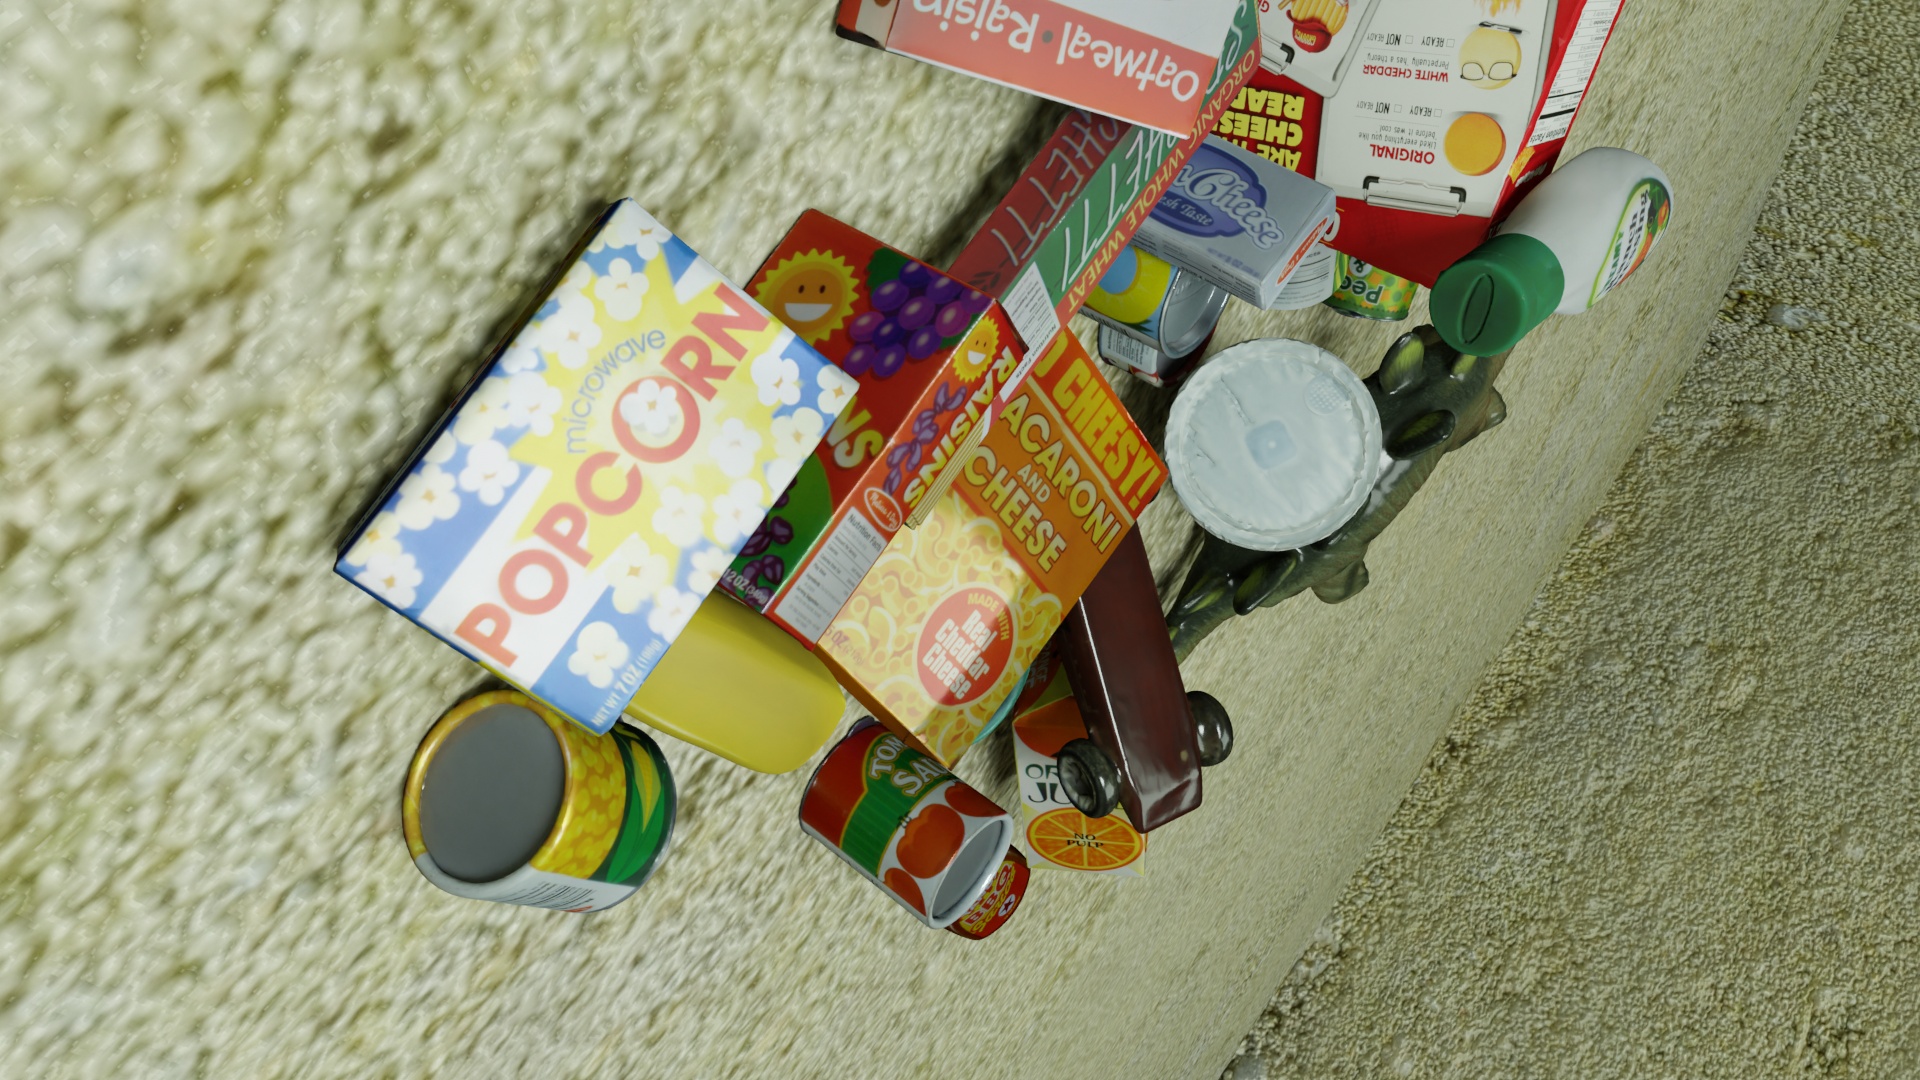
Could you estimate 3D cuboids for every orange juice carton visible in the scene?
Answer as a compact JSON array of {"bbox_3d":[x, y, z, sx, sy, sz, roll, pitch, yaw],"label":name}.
[{"bbox_3d":[0.072,0.110,0.792,0.191,0.073,0.072,82,14,-46],"label":"orange juice carton"}]

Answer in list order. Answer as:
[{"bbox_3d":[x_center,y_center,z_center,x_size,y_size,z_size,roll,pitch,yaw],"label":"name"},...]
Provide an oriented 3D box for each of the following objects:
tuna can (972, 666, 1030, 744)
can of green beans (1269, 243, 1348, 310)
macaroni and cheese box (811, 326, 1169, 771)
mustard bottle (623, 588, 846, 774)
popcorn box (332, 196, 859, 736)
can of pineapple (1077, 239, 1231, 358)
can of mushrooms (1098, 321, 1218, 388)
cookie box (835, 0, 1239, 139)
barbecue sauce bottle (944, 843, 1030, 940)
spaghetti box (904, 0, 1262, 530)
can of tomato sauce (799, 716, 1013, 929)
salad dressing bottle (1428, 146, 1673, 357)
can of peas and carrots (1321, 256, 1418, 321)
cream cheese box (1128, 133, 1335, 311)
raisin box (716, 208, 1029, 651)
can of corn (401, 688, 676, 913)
[{"bbox_3d":[0.007,0.070,0.719,0.071,0.033,0.070,-40,148,-32],"label":"tuna can"},{"bbox_3d":[0.172,-0.164,0.729,0.071,0.071,0.057,-48,152,-22],"label":"can of green beans"},{"bbox_3d":[0.002,-0.007,0.580,0.167,0.040,0.123,-52,128,-15],"label":"macaroni and cheese box"},{"bbox_3d":[-0.102,0.035,0.471,0.049,0.065,0.160,-53,144,-1],"label":"mustard bottle"},{"bbox_3d":[-0.100,-0.021,0.392,0.085,0.038,0.127,39,81,-22],"label":"popcorn box"},{"bbox_3d":[0.087,-0.126,0.631,0.071,0.058,0.070,-41,148,-33],"label":"can of pineapple"},{"bbox_3d":[0.103,-0.113,0.699,0.071,0.033,0.070,-40,147,-33],"label":"can of mushrooms"},{"bbox_3d":[0.044,-0.222,0.429,0.123,0.040,0.166,5,115,-33],"label":"cookie box"},{"bbox_3d":[-0.003,0.196,0.818,0.065,0.044,0.148,-54,152,-8],"label":"barbecue sauce bottle"},{"bbox_3d":[0.038,-0.116,0.524,0.251,0.029,0.050,-54,151,-14],"label":"spaghetti box"},{"bbox_3d":[-0.025,0.136,0.676,0.071,0.083,0.070,-41,148,-32],"label":"can of tomato sauce"},{"bbox_3d":[0.231,-0.111,0.541,0.148,0.044,0.064,-32,140,-40],"label":"salad dressing bottle"},{"bbox_3d":[0.253,-0.174,0.856,0.071,0.071,0.058,-26,137,-48],"label":"can of peas and carrots"},{"bbox_3d":[0.098,-0.142,0.582,0.053,0.104,0.024,-52,156,-12],"label":"cream cheese box"},{"bbox_3d":[-0.049,-0.039,0.456,0.123,0.086,0.040,-55,151,-9],"label":"raisin box"},{"bbox_3d":[-0.137,0.083,0.455,0.071,0.071,0.058,-57,153,-5],"label":"can of corn"}]
